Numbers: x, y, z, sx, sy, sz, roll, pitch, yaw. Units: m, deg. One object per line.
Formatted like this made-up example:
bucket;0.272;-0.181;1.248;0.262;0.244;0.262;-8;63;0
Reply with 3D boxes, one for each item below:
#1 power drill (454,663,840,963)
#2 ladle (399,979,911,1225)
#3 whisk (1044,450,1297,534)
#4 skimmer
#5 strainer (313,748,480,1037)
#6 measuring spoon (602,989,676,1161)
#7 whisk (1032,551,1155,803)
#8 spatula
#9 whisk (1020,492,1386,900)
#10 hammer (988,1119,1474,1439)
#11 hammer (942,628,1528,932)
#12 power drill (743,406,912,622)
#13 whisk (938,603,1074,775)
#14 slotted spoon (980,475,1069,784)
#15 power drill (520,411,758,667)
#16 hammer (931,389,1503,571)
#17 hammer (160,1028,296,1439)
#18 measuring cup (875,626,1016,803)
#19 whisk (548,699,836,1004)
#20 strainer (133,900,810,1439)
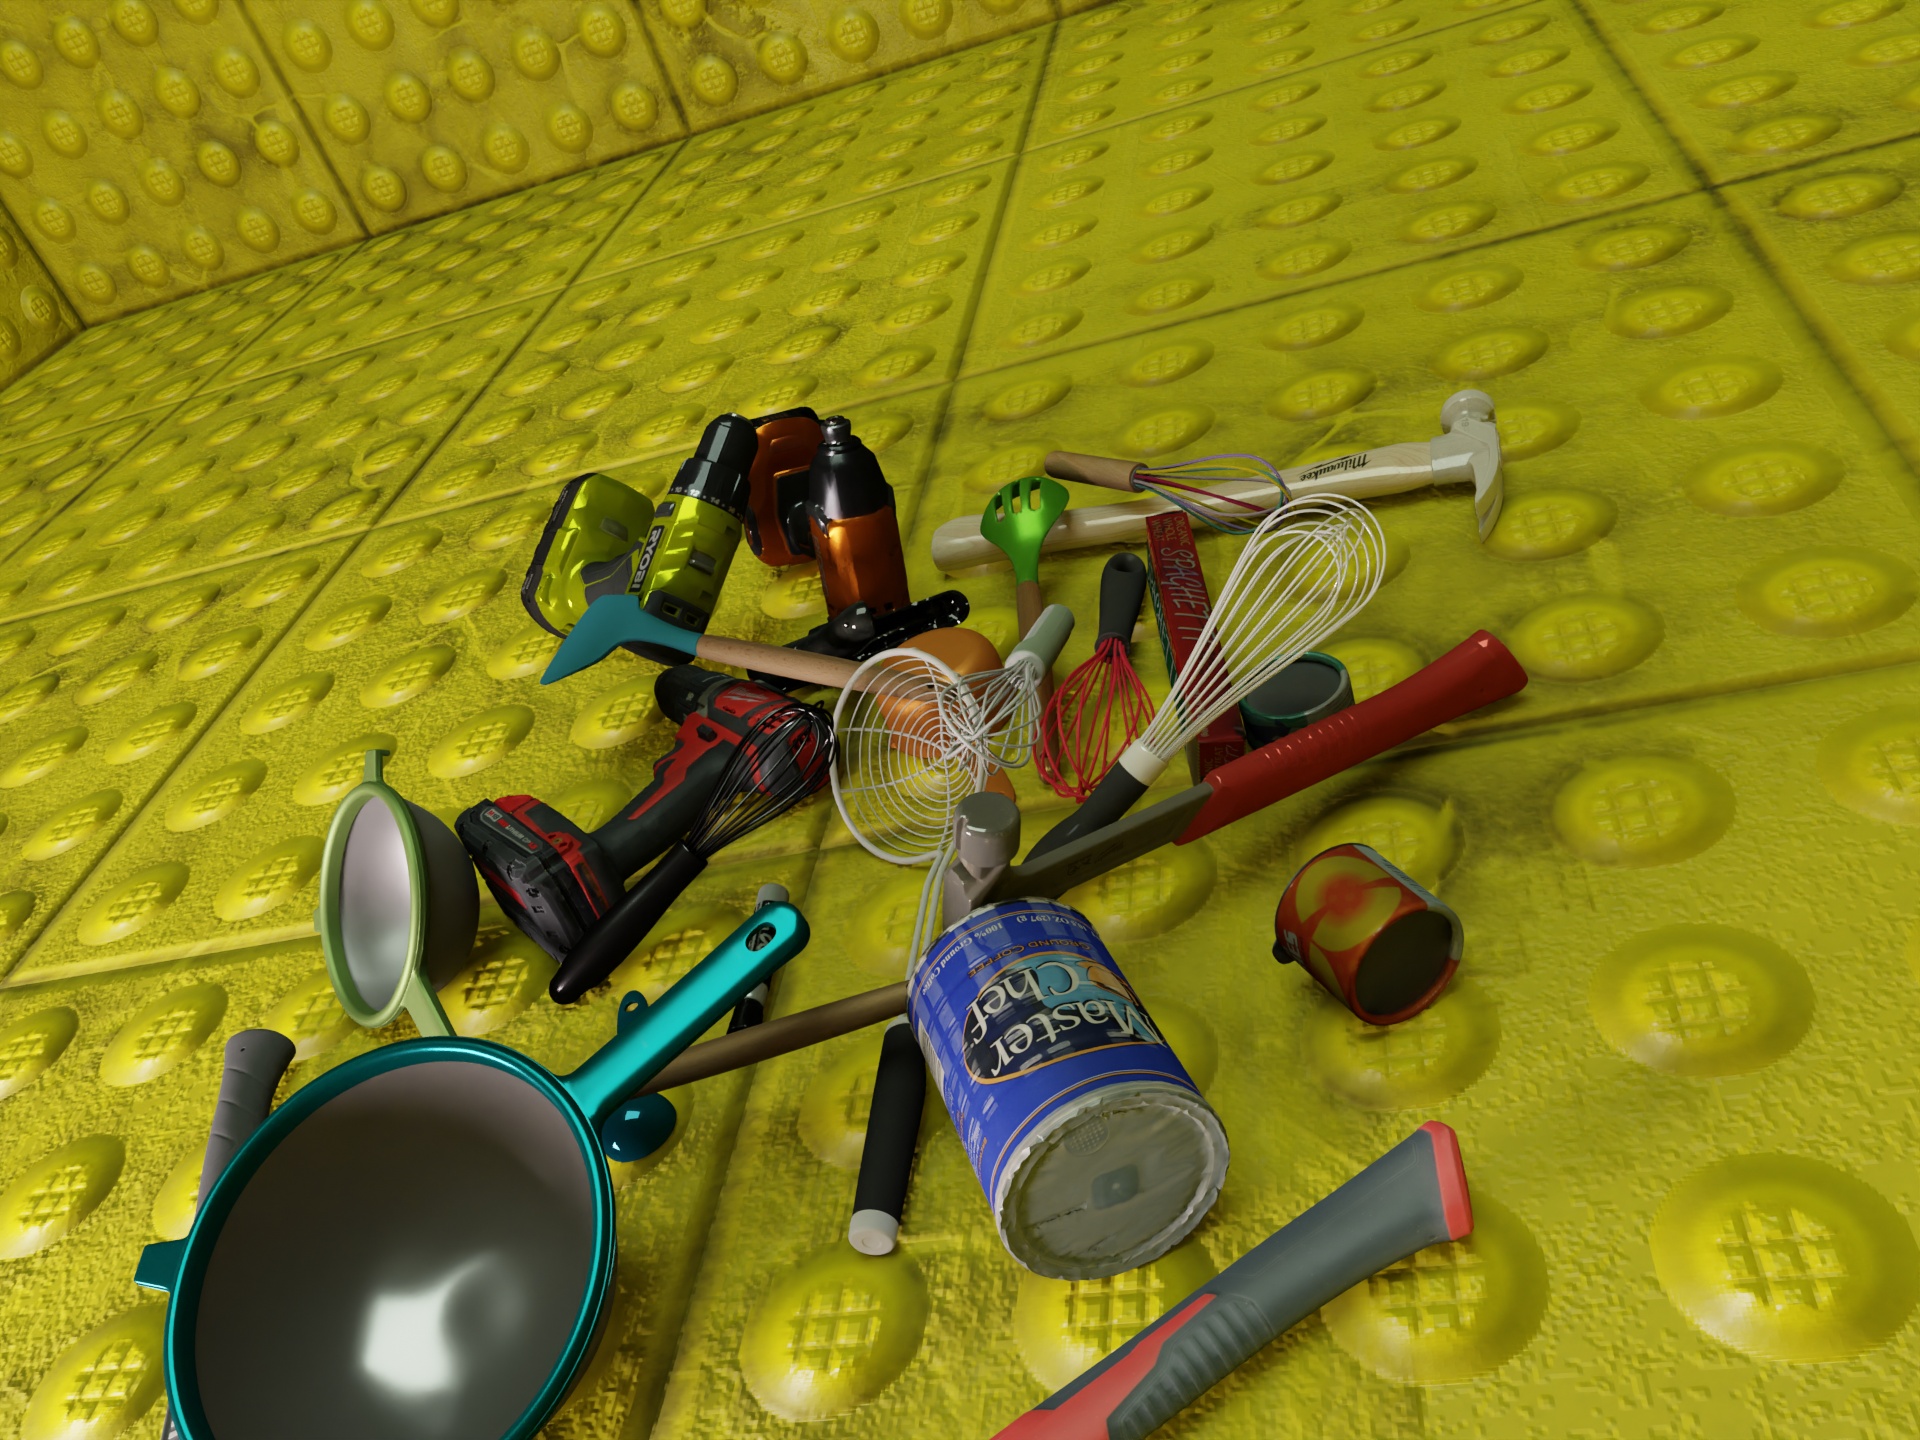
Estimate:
power drill;-0.211;0.042;1.048;0.227;0.080;0.188;-36;36;-25
ladle;-0.152;0.186;0.801;0.320;0.062;0.078;-19;44;10
whisk;0.140;-0.163;1.108;0.245;0.047;0.051;22;90;51
skimmer;-0.045;0.105;0.848;0.127;0.090;0.364;-42;24;33
strainer;-0.312;0.144;0.962;0.069;0.151;0.257;1;36;-43
measuring spoon;-0.181;0.186;0.871;0.042;0.021;0.129;-22;34;0
whisk;0.093;-0.036;1.002;0.073;0.073;0.296;-10;29;17
spatula;-0.144;-0.040;1.050;0.317;0.044;0.082;12;57;24
whisk;0.119;-0.001;0.843;0.284;0.070;0.070;-51;31;13
hammer;0.035;0.267;0.619;0.386;0.038;0.143;-31;33;-14
hammer;0.152;0.040;0.834;0.359;0.149;0.037;-22;46;-22
power drill;-0.108;-0.168;1.206;0.084;0.164;0.227;-18;29;-17
whisk;0.035;-0.027;0.923;0.057;0.059;0.246;-50;2;24
slotted spoon;0.049;-0.074;1.072;0.070;0.031;0.314;-19;42;15
power drill;-0.243;-0.140;1.233;0.229;0.080;0.190;5;73;53
hammer;0.171;-0.147;1.132;0.410;0.038;0.146;-8;37;21
hammer;-0.391;0.301;0.820;0.149;0.036;0.409;-25;33;-2
measuring cup;-0.002;-0.003;1.009;0.095;0.052;0.174;-24;31;-4
whisk;-0.160;0.078;0.946;0.239;0.055;0.055;-47;36;-1
strainer;-0.192;0.218;0.736;0.340;0.095;0.211;-41;57;-13
